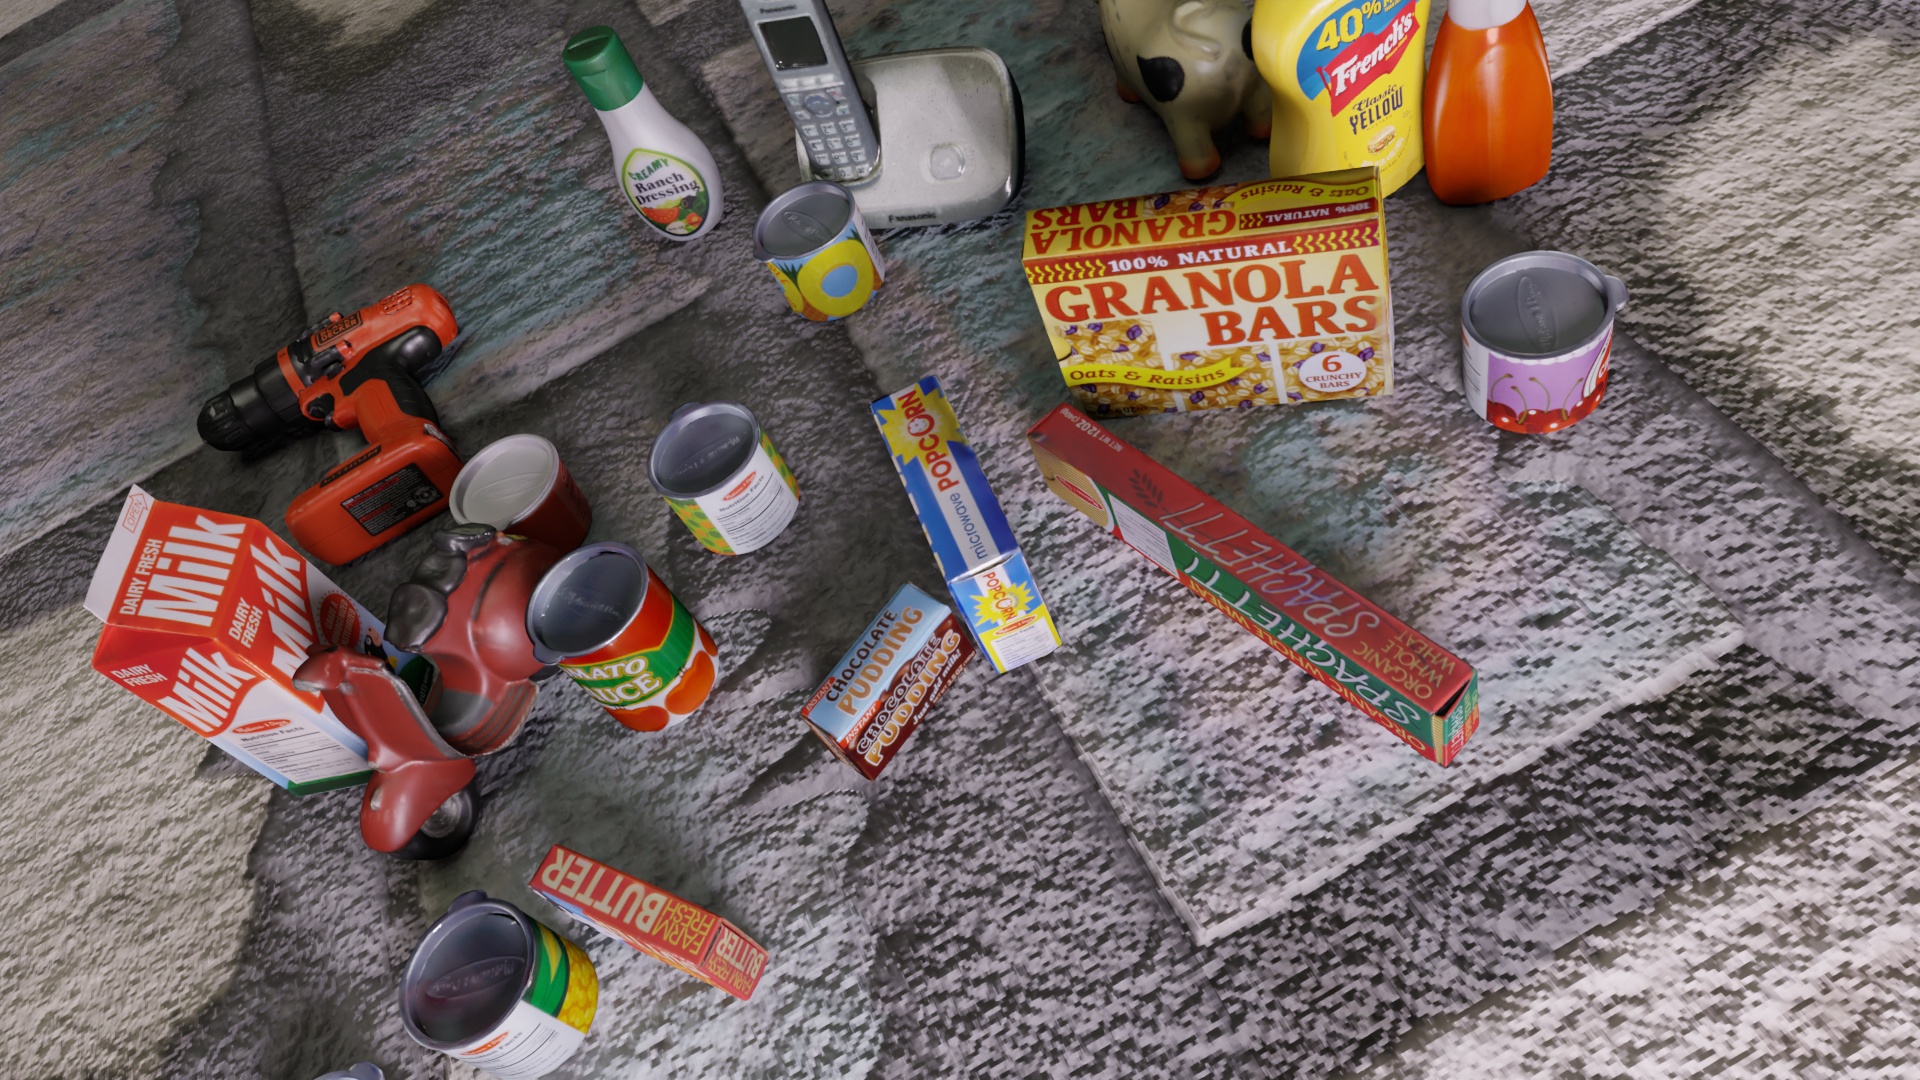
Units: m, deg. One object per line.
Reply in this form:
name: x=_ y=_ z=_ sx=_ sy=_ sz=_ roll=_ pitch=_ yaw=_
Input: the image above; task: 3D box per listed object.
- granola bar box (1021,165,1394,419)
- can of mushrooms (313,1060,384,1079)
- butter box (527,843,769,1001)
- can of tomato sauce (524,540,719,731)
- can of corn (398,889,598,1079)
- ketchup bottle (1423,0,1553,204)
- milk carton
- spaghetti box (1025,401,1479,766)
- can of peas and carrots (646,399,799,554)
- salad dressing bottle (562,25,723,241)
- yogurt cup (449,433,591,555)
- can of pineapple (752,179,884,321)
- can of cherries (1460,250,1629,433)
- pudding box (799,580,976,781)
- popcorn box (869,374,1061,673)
granola bar box: x=0.125 y=-0.116 z=0.686 sx=0.165 sy=0.123 sz=0.039 roll=-3 pitch=55 yaw=19
can of mushrooms: x=-0.272 y=0.271 z=0.616 sx=0.071 sy=0.033 sz=0.071 roll=-10 pitch=53 yaw=14
butter box: x=-0.140 y=0.171 z=0.625 sx=0.103 sy=0.053 sz=0.024 roll=14 pitch=62 yaw=28
can of tomato sauce: x=-0.170 y=0.052 z=0.703 sx=0.071 sy=0.082 sz=0.071 roll=-10 pitch=53 yaw=14
can of corn: x=-0.206 y=0.201 z=0.626 sx=0.071 sy=0.058 sz=0.071 roll=-10 pitch=53 yaw=14
ketchup bottle: x=0.267 y=-0.240 z=0.705 sx=0.065 sy=0.148 sz=0.044 roll=-16 pitch=52 yaw=10
milk carton: x=-0.359 y=0.054 z=0.704 sx=0.073 sy=0.189 sz=0.073 roll=-12 pitch=53 yaw=13
spaghetti box: x=0.127 y=0.013 z=0.640 sx=0.029 sy=0.050 sz=0.251 roll=-43 pitch=53 yaw=-12
can of peas and carrots: x=-0.131 y=-0.035 z=0.766 sx=0.071 sy=0.058 sz=0.071 roll=-10 pitch=53 yaw=14
salad dressing bottle: x=-0.204 y=-0.261 z=0.899 sx=0.064 sy=0.147 sz=0.044 roll=-12 pitch=53 yaw=13
yogurt cup: x=-0.251 y=-0.020 z=0.804 sx=0.072 sy=0.053 sz=0.073 roll=-10 pitch=53 yaw=14
can of pineapple: x=-0.088 y=-0.176 z=0.851 sx=0.071 sy=0.057 sz=0.071 roll=-10 pitch=53 yaw=14
can of cherries: x=0.274 y=-0.093 z=0.655 sx=0.071 sy=0.058 sz=0.072 roll=-10 pitch=53 yaw=14
pudding box: x=-0.034 y=0.067 z=0.662 sx=0.030 sy=0.049 sz=0.084 roll=28 pitch=69 yaw=34
popcorn box: x=0.002 y=-0.009 z=0.680 sx=0.038 sy=0.085 sz=0.127 roll=-26 pitch=51 yaw=2
